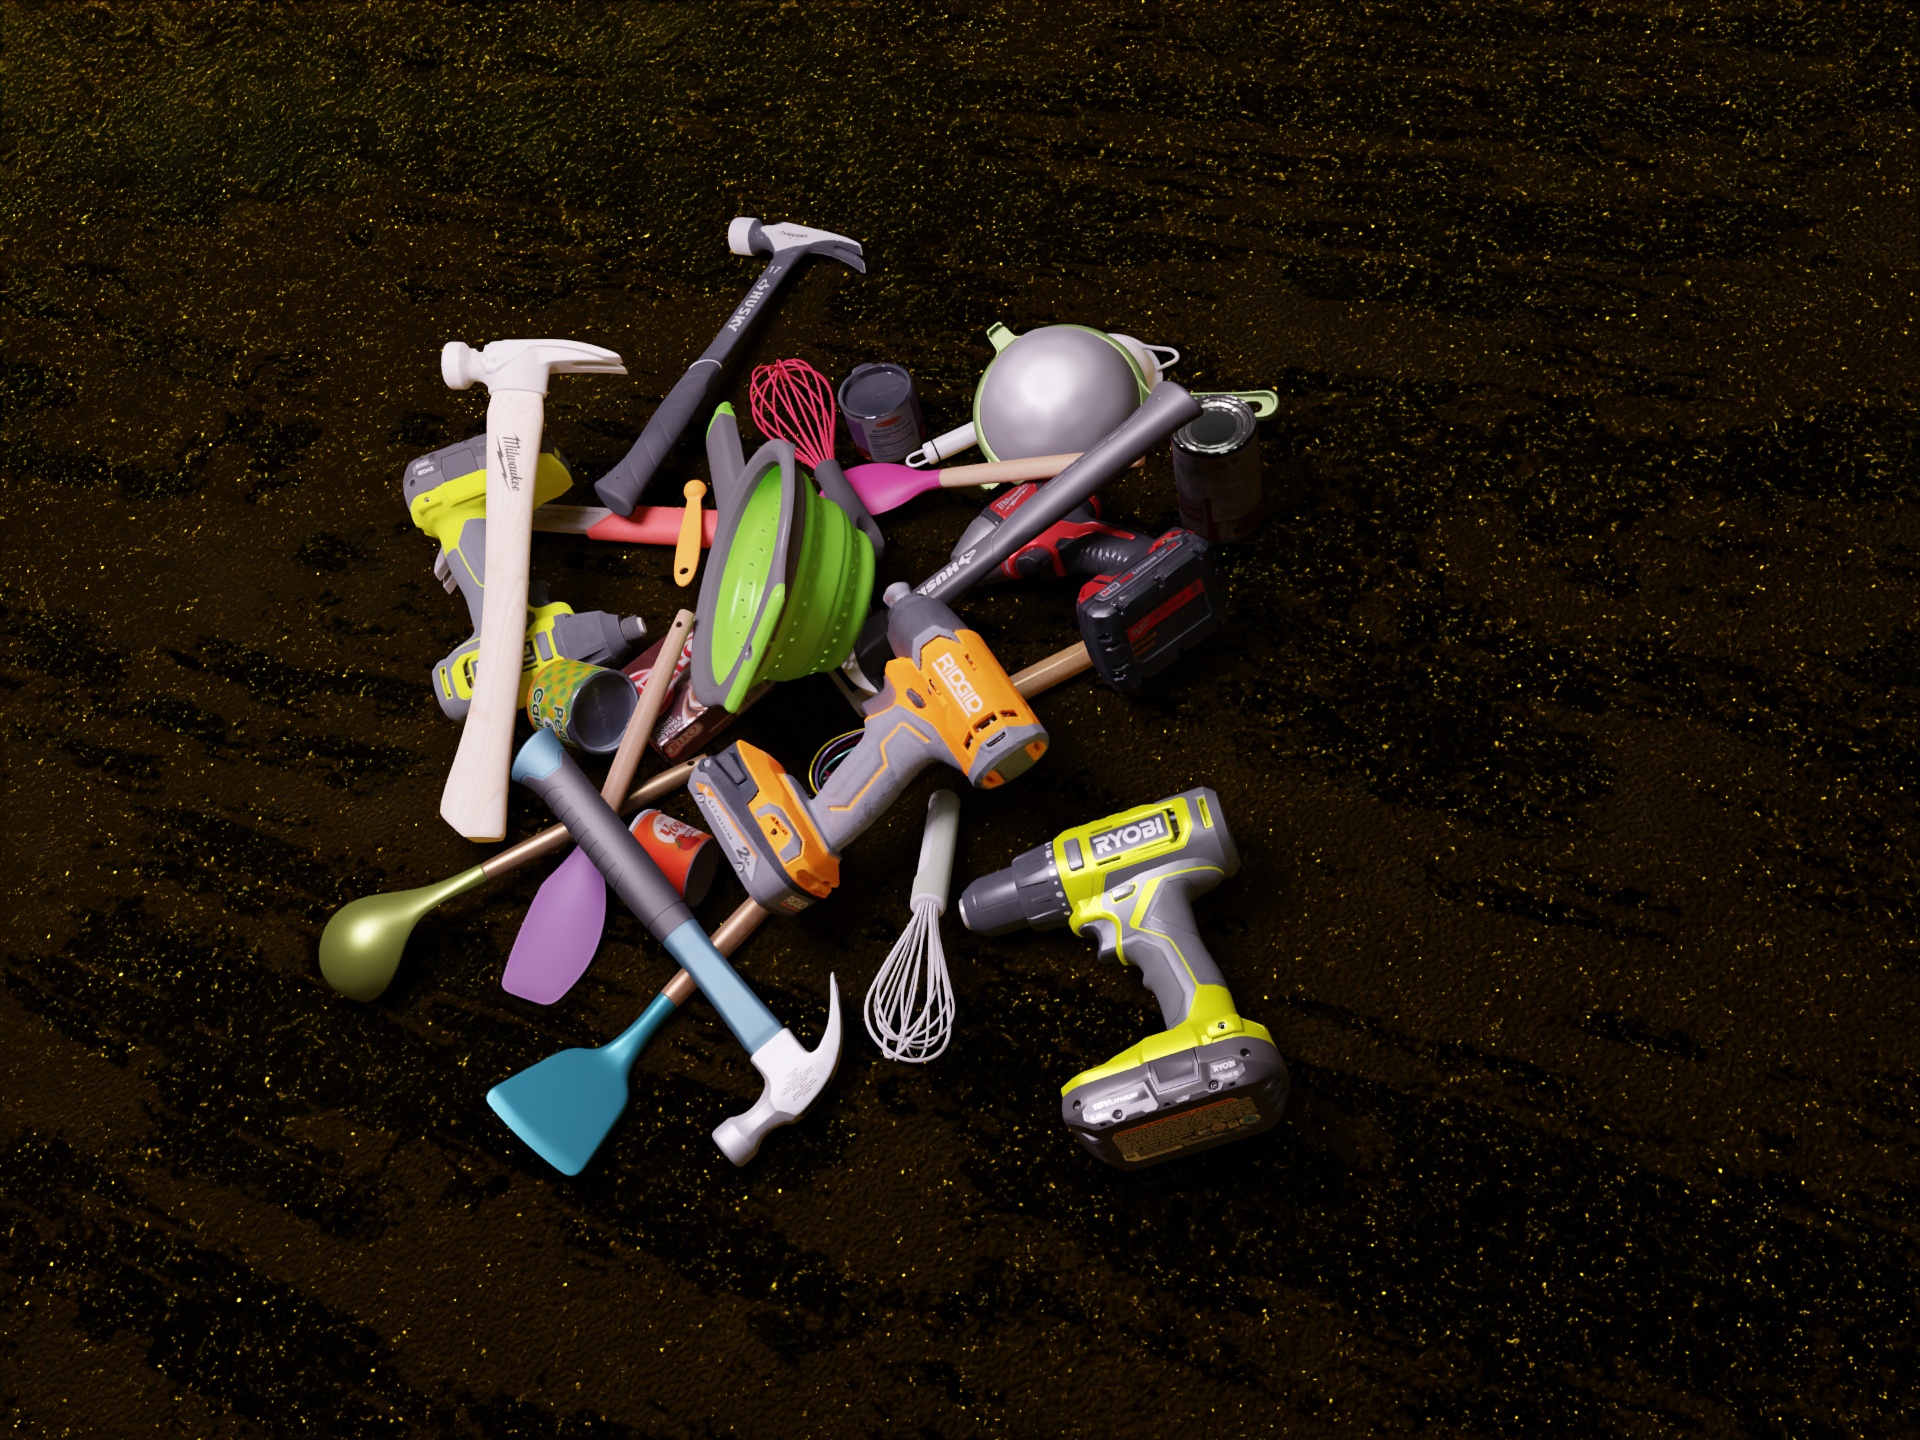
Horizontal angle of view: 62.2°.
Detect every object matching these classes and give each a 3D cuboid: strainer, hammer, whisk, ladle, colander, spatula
[{"bbox_3d":[0.130,-0.266,1.304,0.256,0.069,0.151,2,79,13],"label":"strainer"},{"bbox_3d":[-0.277,-0.163,1.378,0.359,0.036,0.149,6,57,18],"label":"hammer"},{"bbox_3d":[-0.221,-0.332,1.463,0.149,0.036,0.409,11,53,18],"label":"hammer"},{"bbox_3d":[-0.024,0.131,1.075,0.059,0.057,0.247,23,38,-11],"label":"whisk"},{"bbox_3d":[-0.003,-0.006,1.198,0.245,0.051,0.047,-27,48,-9],"label":"whisk"},{"bbox_3d":[-0.331,0.110,1.202,0.320,0.062,0.078,-27,48,-15],"label":"ladle"},{"bbox_3d":[-0.203,0.136,1.093,0.128,0.033,0.331,-38,74,-14],"label":"hammer"},{"bbox_3d":[-0.141,-0.146,1.251,0.094,0.204,0.398,15,31,-23],"label":"colander"},{"bbox_3d":[0.071,-0.275,1.374,0.258,0.050,0.087,-25,68,0],"label":"strainer"},{"bbox_3d":[-0.119,-0.222,1.349,0.073,0.073,0.296,-24,47,-4],"label":"whisk"},{"bbox_3d":[-0.185,0.175,1.113,0.082,0.044,0.317,38,68,12],"label":"spatula"},{"bbox_3d":[0.039,-0.135,1.180,0.334,0.035,0.146,-37,39,17],"label":"hammer"},{"bbox_3d":[-0.351,-0.109,1.259,0.146,0.038,0.411,0,77,2],"label":"hammer"},{"bbox_3d":[-0.260,0.059,1.193,0.060,0.018,0.316,16,73,9],"label":"spatula"}]

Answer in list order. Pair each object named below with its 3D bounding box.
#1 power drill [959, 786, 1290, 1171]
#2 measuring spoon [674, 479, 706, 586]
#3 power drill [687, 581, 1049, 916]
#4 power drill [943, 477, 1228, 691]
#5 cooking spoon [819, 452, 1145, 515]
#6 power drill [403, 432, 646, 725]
[{"bbox_3d":[0.104,0.164,1.030,0.190,0.080,0.229,-20,50,10],"label":"power drill"},{"bbox_3d":[-0.228,-0.159,1.332,0.021,0.011,0.117,-7,54,10],"label":"measuring spoon"},{"bbox_3d":[-0.072,0.015,1.113,0.226,0.084,0.164,-34,69,3],"label":"power drill"},{"bbox_3d":[0.088,-0.117,1.216,0.143,0.078,0.220,-35,41,-13],"label":"power drill"},{"bbox_3d":[0.008,-0.200,1.294,0.319,0.017,0.069,0,49,35],"label":"cooking spoon"},{"bbox_3d":[-0.364,-0.123,1.319,0.171,0.080,0.223,-20,73,1],"label":"power drill"}]
